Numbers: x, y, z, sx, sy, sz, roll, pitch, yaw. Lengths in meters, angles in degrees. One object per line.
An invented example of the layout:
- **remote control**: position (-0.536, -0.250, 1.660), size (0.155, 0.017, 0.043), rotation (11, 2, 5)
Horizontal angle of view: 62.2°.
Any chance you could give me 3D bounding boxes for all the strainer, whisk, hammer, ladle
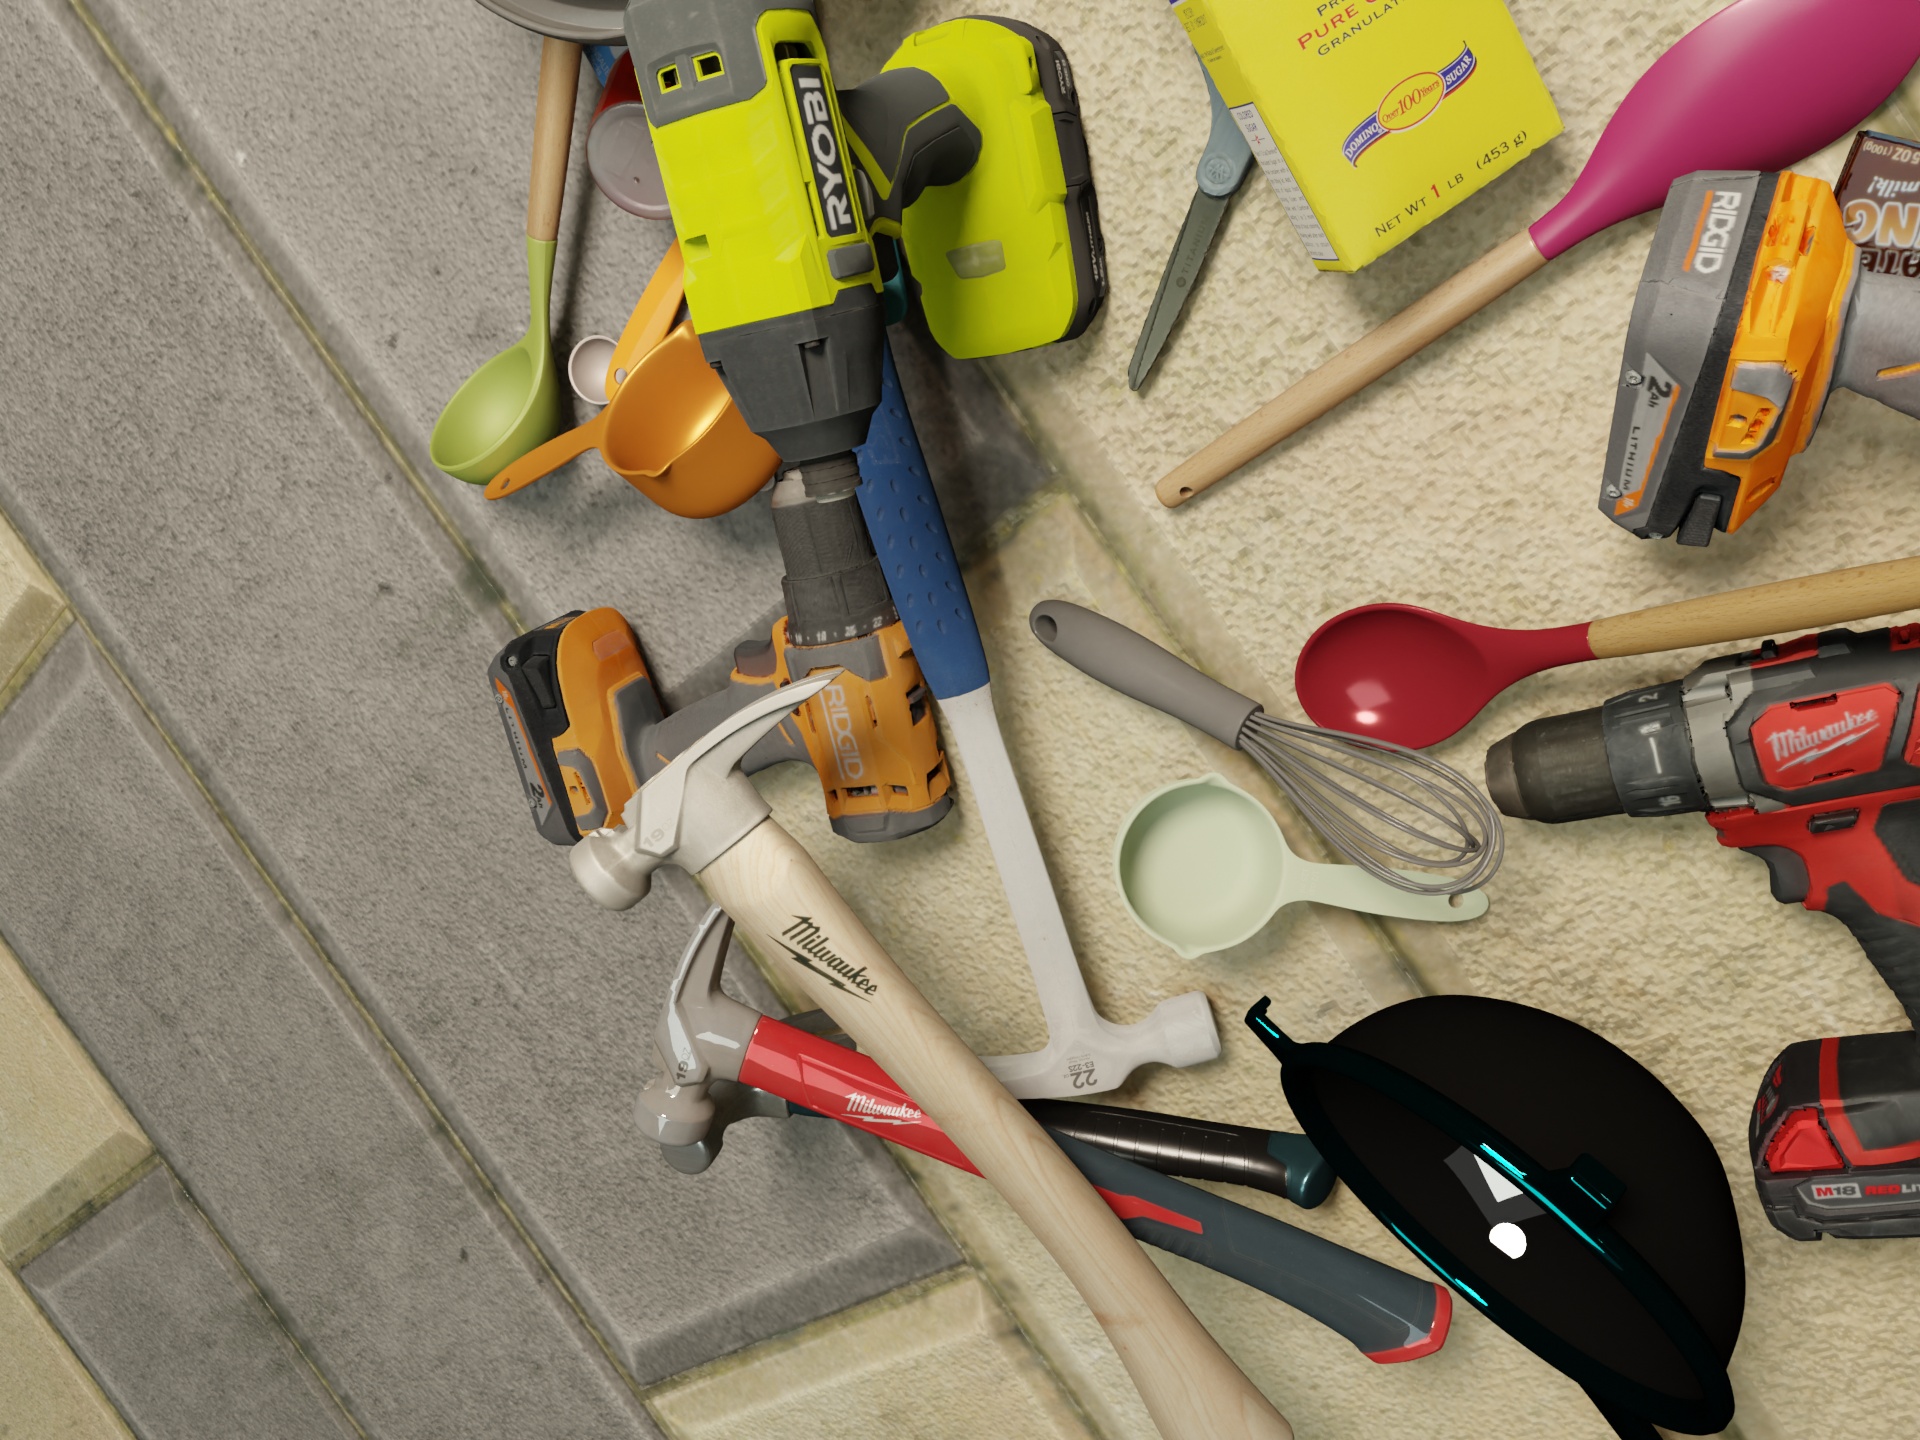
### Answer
- **strainer**: position (0.278, 0.228, 0.687), size (0.340, 0.095, 0.211), rotation (52, 164, -25)
- **whisk**: position (0.123, 0.005, 0.690), size (0.239, 0.055, 0.055), rotation (32, 122, 29)
- **hammer**: position (0.014, 0.168, 0.699), size (0.146, 0.038, 0.410), rotation (-39, 95, 13)
- **hammer**: position (0.045, 0.193, 0.737), size (0.386, 0.038, 0.143), rotation (21, 106, 4)
- **ladle**: position (-0.207, -0.255, 0.749), size (0.078, 0.062, 0.320), rotation (59, 141, 45)
- **hammer**: position (0.023, 0.205, 0.810), size (0.331, 0.128, 0.033), rotation (5, 113, 17)
- **hammer**: position (-0.001, -0.002, 0.729), size (0.144, 0.035, 0.405), rotation (-17, 106, 6)
- **ladle**: position (0.255, -0.034, 0.579), size (0.315, 0.031, 0.069), rotation (-11, 113, 51)

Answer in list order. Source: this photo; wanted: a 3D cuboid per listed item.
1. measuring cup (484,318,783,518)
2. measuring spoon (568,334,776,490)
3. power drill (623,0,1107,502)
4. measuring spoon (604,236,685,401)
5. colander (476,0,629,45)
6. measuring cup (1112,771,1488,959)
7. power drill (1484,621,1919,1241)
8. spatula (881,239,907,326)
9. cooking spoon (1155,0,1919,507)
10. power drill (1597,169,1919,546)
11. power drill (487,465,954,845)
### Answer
- **measuring cup**: position (-0.154, -0.127, 0.769), size (0.173, 0.095, 0.052), rotation (-18, 143, 30)
- **measuring spoon**: position (-0.143, -0.153, 0.803), size (0.124, 0.018, 0.034), rotation (34, 109, 4)
- **power drill**: position (-0.026, -0.186, 0.599), size (0.080, 0.223, 0.171), rotation (-4, 108, 29)
- **measuring spoon**: position (-0.147, -0.204, 0.772), size (0.021, 0.011, 0.117), rotation (36, 113, 7)
- **colander**: position (-0.047, -0.351, 0.568), size (0.397, 0.094, 0.204), rotation (9, 81, 8)
- **measuring cup**: position (0.150, 0.069, 0.714), size (0.167, 0.038, 0.083), rotation (8, 91, -2)
- **power drill**: position (0.322, 0.081, 0.616), size (0.188, 0.080, 0.226), rotation (-14, 100, 31)
- **spatula**: position (-0.074, -0.327, 0.676), size (0.082, 0.044, 0.317), rotation (-1, 108, 15)
- **cooking spoon**: position (0.197, -0.165, 0.603), size (0.068, 0.017, 0.319), rotation (34, 133, -28)
- **power drill**: position (0.335, -0.091, 0.514), size (0.226, 0.084, 0.164), rotation (15, 154, 23)
- **power drill**: position (-0.125, -0.026, 0.806), size (0.226, 0.084, 0.185), rotation (-6, 108, 25)
